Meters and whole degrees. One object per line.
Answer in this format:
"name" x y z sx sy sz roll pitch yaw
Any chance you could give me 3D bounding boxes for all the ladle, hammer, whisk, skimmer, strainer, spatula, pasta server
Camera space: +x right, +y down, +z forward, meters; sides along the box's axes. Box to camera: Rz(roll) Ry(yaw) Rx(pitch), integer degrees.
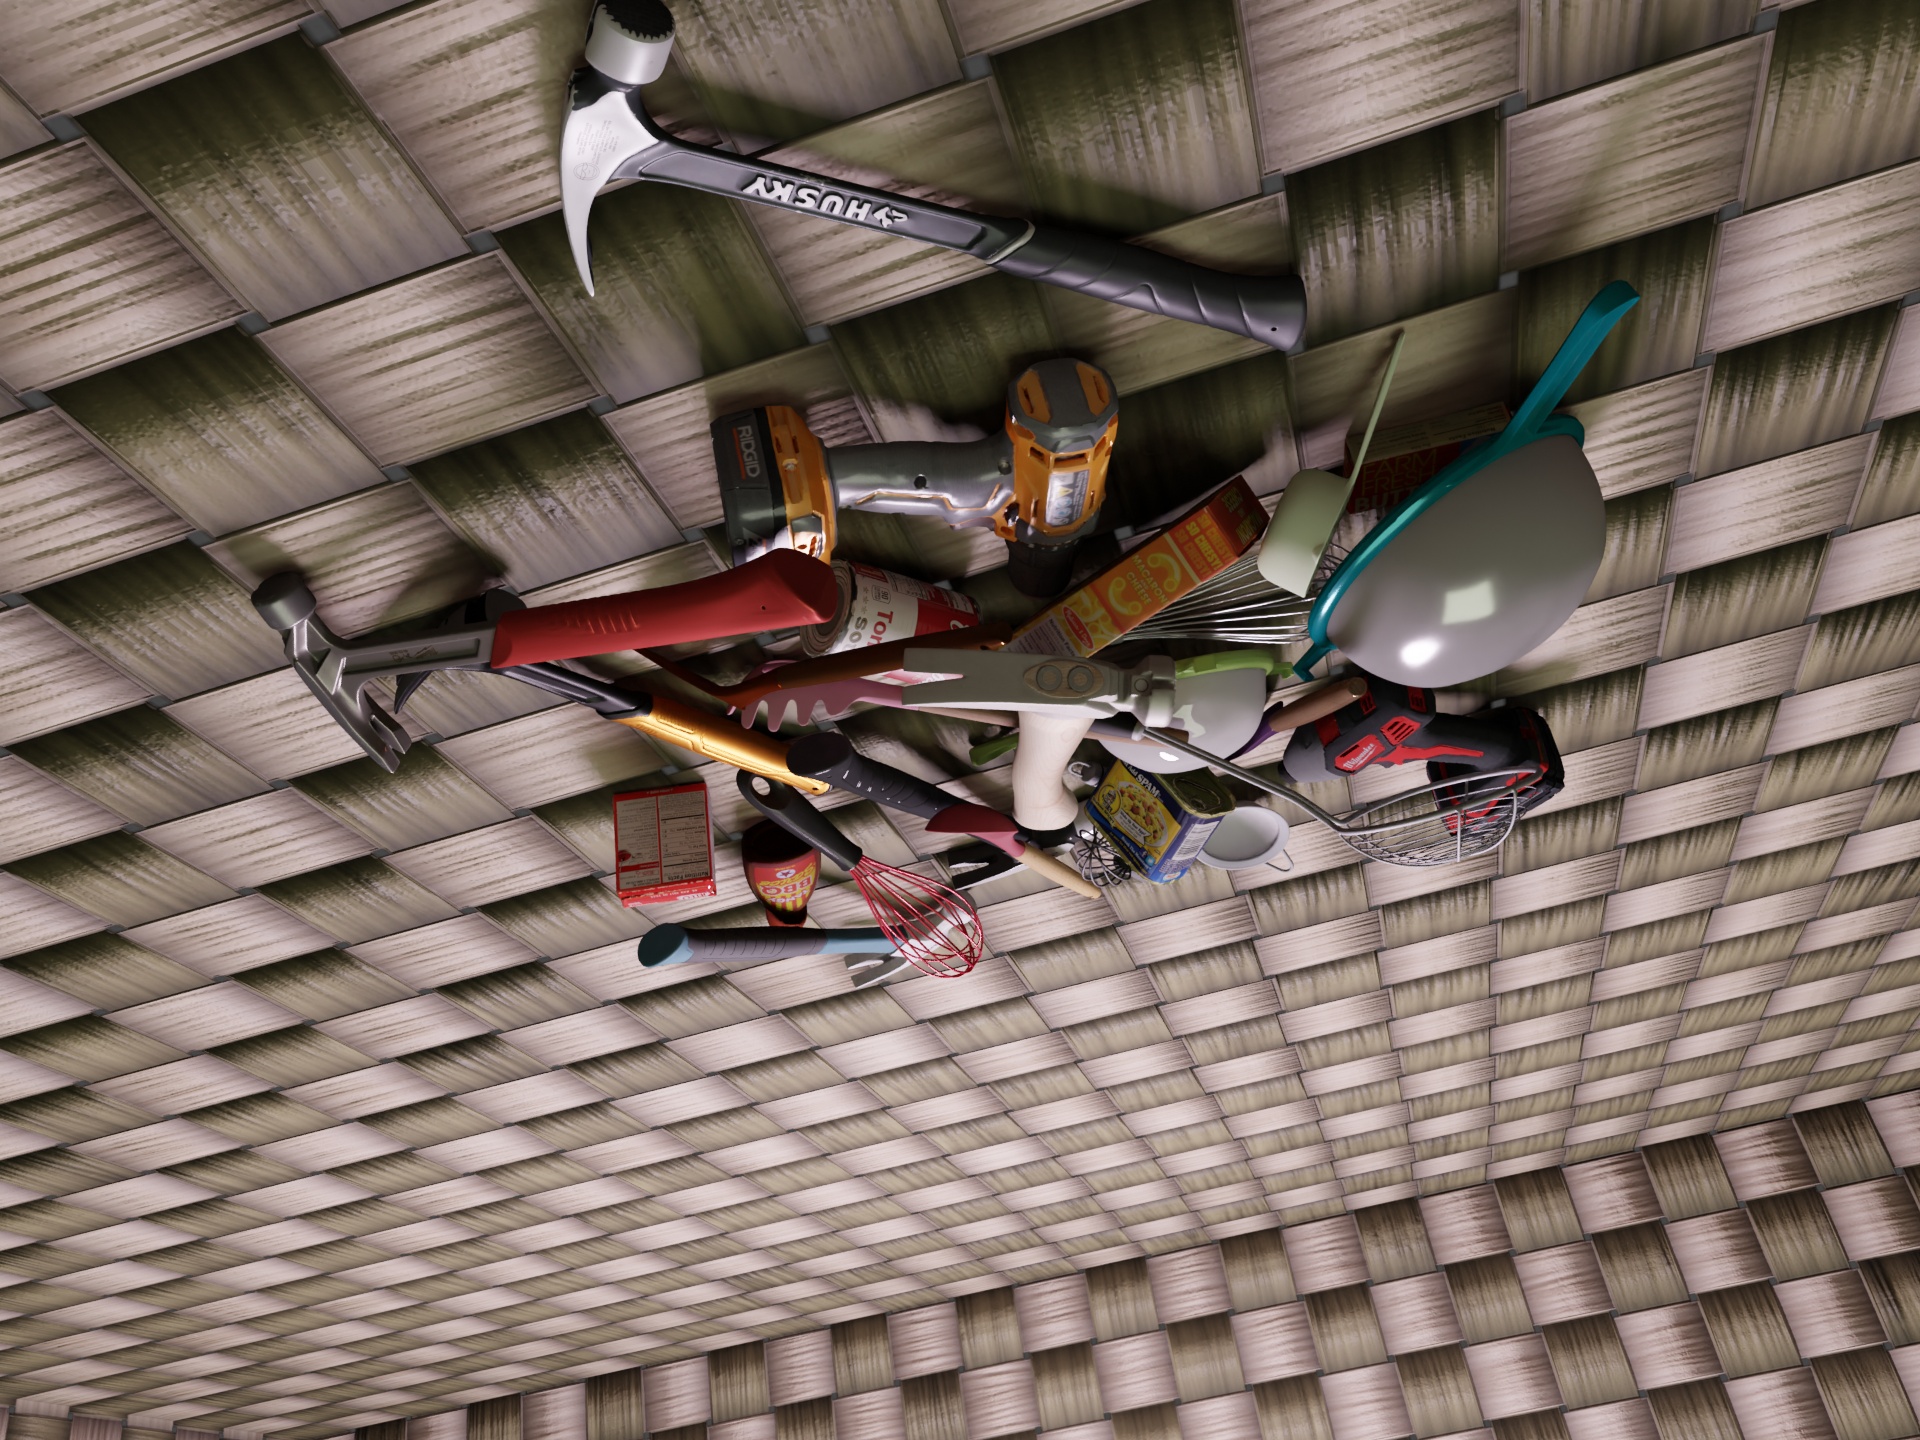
"ladle" 0.058 0.112 1.308 0.069 0.031 0.315 1 164 26
"hammer" -0.234 -0.044 0.927 0.359 0.037 0.149 -6 133 22
"whisk" 0.145 0.120 1.363 0.055 0.055 0.238 -20 165 16
"hammer" 0.044 0.023 1.035 0.146 0.038 0.410 3 167 1
"hammer" 0.003 -0.238 0.794 0.408 0.036 0.149 6 146 -25
"skimmer" 0.183 0.002 1.030 0.127 0.363 0.090 -19 131 -69
"strainer" 0.189 0.074 1.350 0.258 0.050 0.087 22 131 -33
"spatula" -0.090 -0.038 0.971 0.323 0.041 0.081 -8 152 43
"whisk" -0.076 0.123 1.286 0.073 0.073 0.295 -28 127 27
"whisk" 0.134 -0.068 1.090 0.284 0.070 0.070 -11 149 10
"spatula" 0.234 -0.004 1.126 0.060 0.018 0.316 -50 178 -7
"strainer" 0.338 -0.115 0.947 0.211 0.095 0.340 -27 159 -19
"hammer" -0.220 0.000 1.113 0.127 0.034 0.336 -29 145 34
"hammer" -0.134 0.191 1.376 0.330 0.033 0.128 7 139 -48
"strainer" 0.117 0.016 1.174 0.256 0.069 0.151 -20 169 32
"pasta server" -0.002 -0.003 1.092 0.316 0.060 0.040 8 117 1
"hammer" -0.023 0.069 1.253 0.146 0.035 0.334 -26 152 25

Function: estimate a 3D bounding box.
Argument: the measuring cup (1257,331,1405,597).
"measuring cup" 0.221 -0.156 0.953 0.038 0.083 0.167 22 115 12

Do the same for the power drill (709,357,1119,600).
"power drill" -0.024 -0.121 0.939 0.226 0.084 0.185 -10 151 -8

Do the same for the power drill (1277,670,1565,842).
"power drill" 0.370 0.027 1.294 0.219 0.079 0.143 16 140 -31
